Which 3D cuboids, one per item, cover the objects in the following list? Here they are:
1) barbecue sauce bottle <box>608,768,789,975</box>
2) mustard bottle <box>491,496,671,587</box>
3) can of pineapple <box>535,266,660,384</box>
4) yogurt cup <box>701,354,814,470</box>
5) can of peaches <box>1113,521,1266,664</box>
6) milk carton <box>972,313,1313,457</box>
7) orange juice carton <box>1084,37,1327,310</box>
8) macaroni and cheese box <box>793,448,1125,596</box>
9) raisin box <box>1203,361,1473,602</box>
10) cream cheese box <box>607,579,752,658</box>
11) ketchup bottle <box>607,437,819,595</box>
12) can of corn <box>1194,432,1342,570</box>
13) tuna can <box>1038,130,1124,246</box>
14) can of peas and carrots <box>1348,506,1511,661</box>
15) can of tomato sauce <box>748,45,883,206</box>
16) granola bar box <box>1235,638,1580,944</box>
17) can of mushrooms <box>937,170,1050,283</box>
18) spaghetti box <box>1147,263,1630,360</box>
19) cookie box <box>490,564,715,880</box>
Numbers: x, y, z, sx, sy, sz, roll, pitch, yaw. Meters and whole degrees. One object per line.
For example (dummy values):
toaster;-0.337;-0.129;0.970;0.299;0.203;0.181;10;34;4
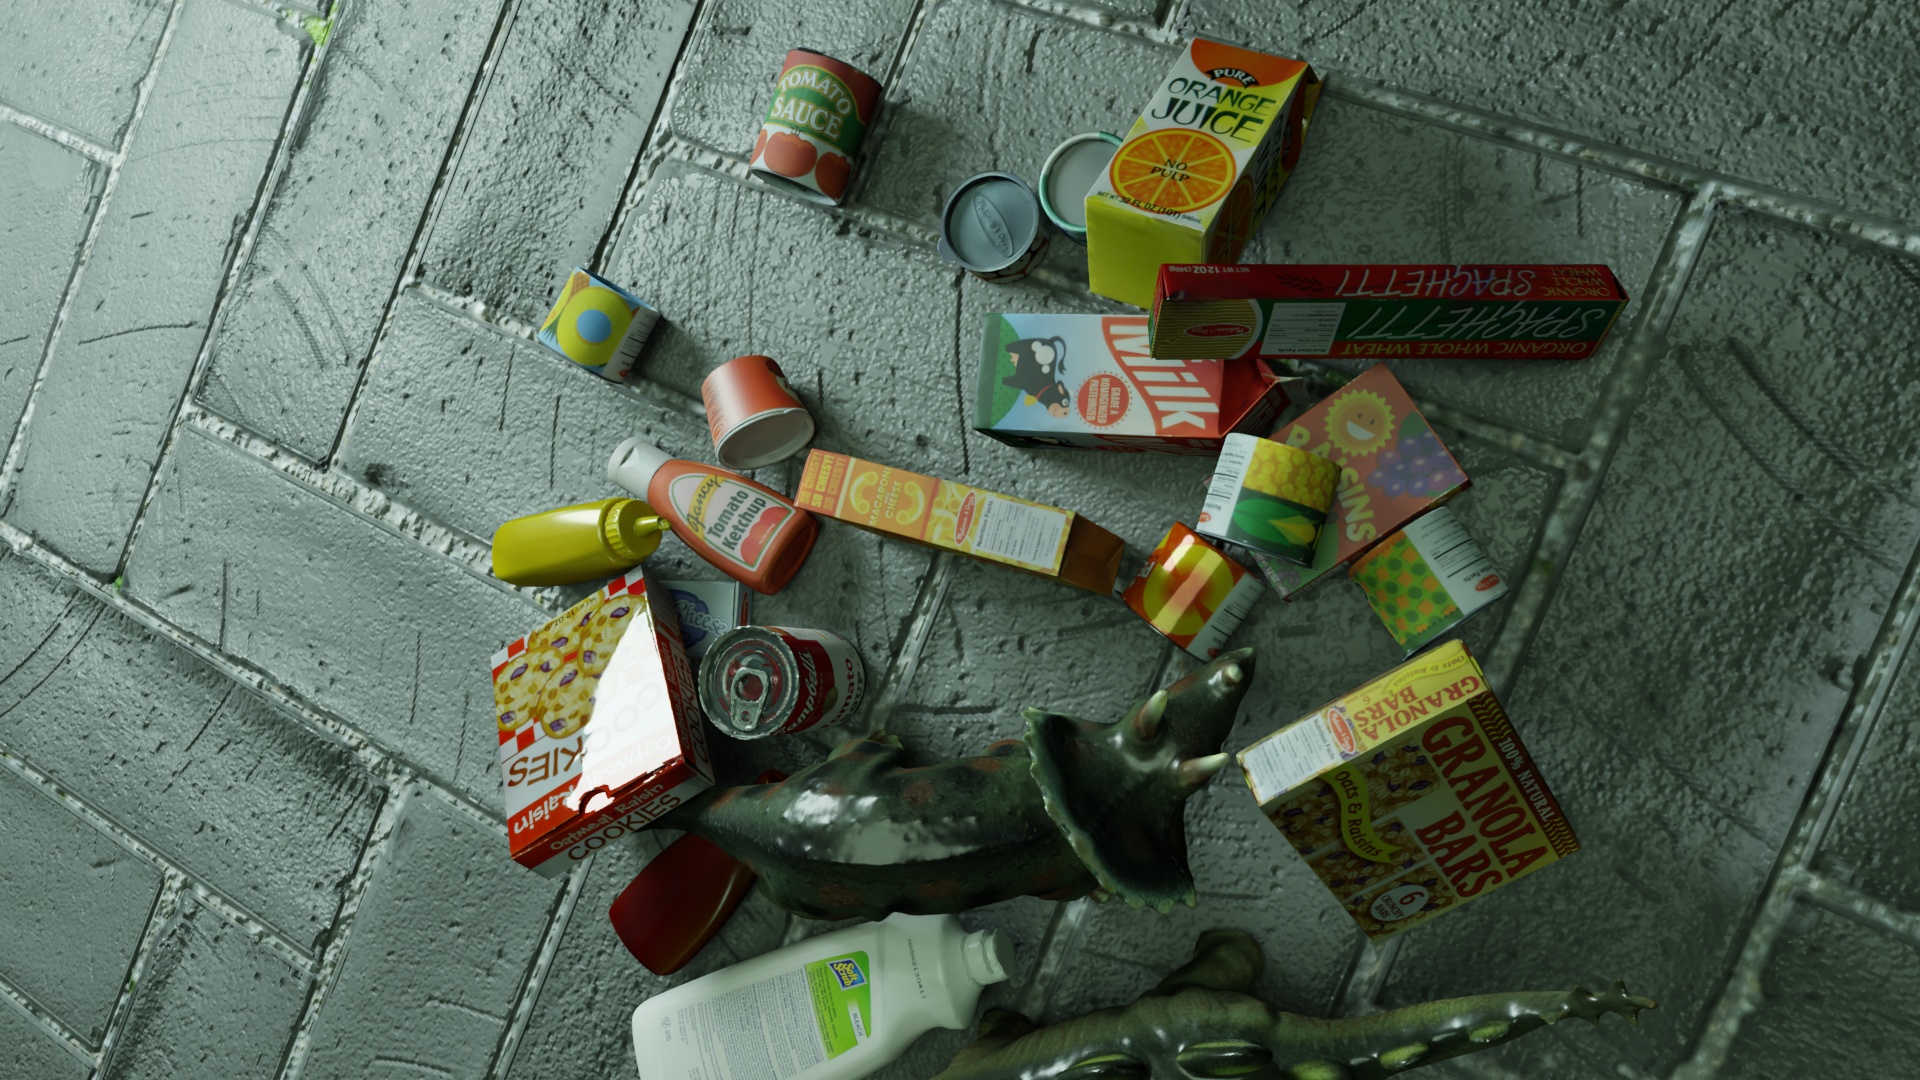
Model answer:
barbecue sauce bottle;-0.163;0.214;0.912;0.148;0.043;0.065;-47;73;9
mustard bottle;-0.247;-0.001;0.936;0.160;0.065;0.049;-11;79;35
can of pineapple;-0.253;-0.151;0.967;0.071;0.071;0.058;33;95;19
yogurt cup;-0.138;-0.086;0.923;0.072;0.072;0.054;-31;68;15
can of peaches;0.134;0.029;0.811;0.071;0.071;0.058;39;98;19
milk carton;0.110;-0.092;0.828;0.190;0.072;0.073;4;86;20
orange juice carton;0.146;-0.223;0.806;0.072;0.072;0.193;21;61;21
macaroni and cheese box;0.003;-0.010;0.832;0.166;0.123;0.040;15;88;20
raisin box;0.217;-0.032;0.802;0.123;0.040;0.086;-36;73;15
cream cheese box;-0.194;0.054;0.949;0.104;0.024;0.053;0;83;20
ketchup bottle;-0.171;-0.022;0.936;0.149;0.043;0.065;28;76;20
can of corn;0.171;-0.021;0.762;0.071;0.071;0.058;18;92;20
tuna can;0.085;-0.218;0.871;0.071;0.033;0.071;-2;84;20
can of peas and carrots;0.257;0.024;0.769;0.071;0.071;0.059;-36;74;13
can of tomato sauce;-0.097;-0.274;0.922;0.071;0.071;0.083;21;93;20
granola bar box;0.235;0.135;0.719;0.124;0.165;0.039;-31;39;14
can of mushrooms;0.021;-0.199;0.892;0.071;0.033;0.071;-2;85;19
spaghetti box;0.228;-0.123;0.752;0.250;0.050;0.029;-1;56;-3
cookie box;-0.229;0.110;0.872;0.123;0.040;0.168;-31;46;6
